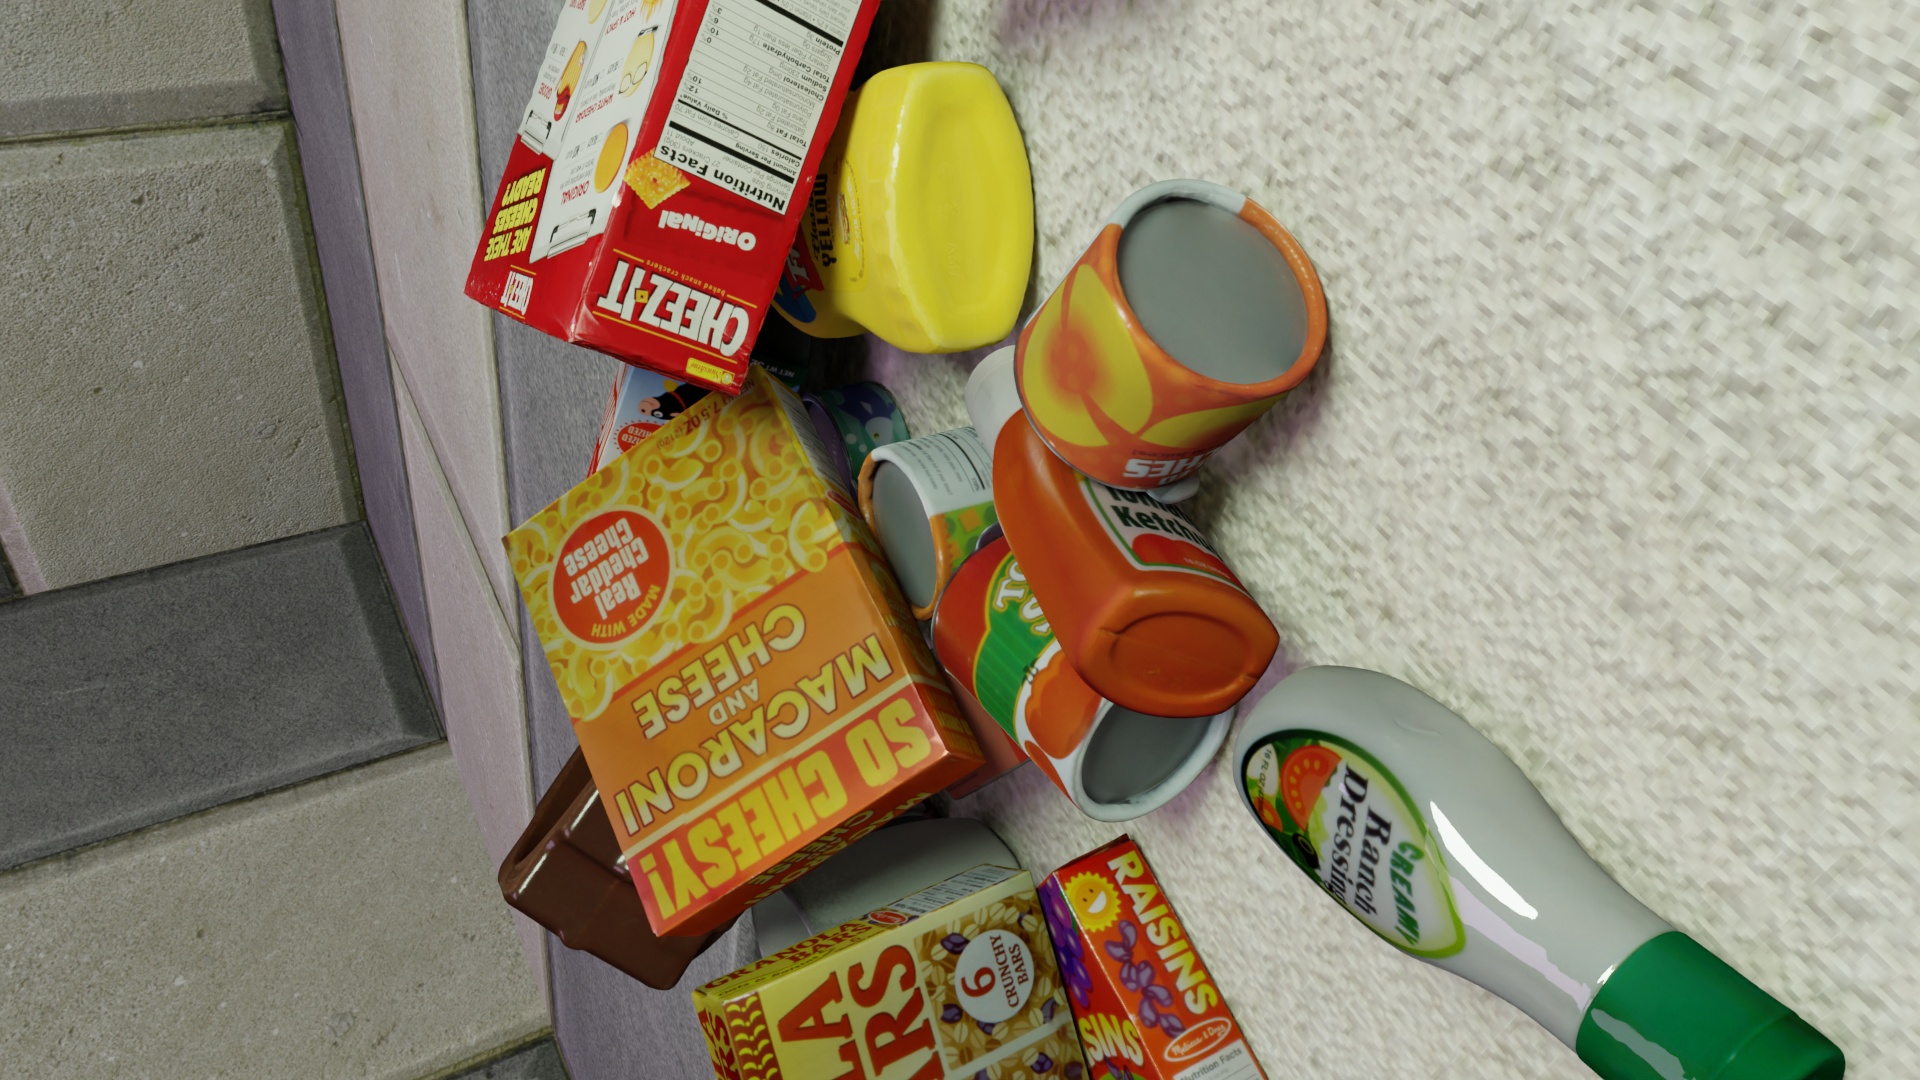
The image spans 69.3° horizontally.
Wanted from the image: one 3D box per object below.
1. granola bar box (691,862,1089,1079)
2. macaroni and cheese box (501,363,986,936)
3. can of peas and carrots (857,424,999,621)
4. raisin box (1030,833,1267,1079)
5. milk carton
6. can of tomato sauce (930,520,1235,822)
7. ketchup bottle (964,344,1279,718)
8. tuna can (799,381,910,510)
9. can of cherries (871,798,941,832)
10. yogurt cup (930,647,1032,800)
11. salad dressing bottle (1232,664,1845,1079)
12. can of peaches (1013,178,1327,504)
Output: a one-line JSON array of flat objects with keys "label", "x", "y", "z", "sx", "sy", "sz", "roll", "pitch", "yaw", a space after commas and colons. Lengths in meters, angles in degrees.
[{"label": "granola bar box", "x": -0.012, "y": 0.216, "z": 0.496, "sx": 0.039, "sy": 0.124, "sz": 0.165, "roll": -15, "pitch": 92, "yaw": 62}, {"label": "macaroni and cheese box", "x": -0.082, "y": 0.038, "z": 0.502, "sx": 0.167, "sy": 0.123, "sz": 0.040, "roll": 61, "pitch": -169, "yaw": 23}, {"label": "can of peas and carrots", "x": 0.002, "y": -0.006, "z": 0.513, "sx": 0.071, "sy": 0.059, "sz": 0.070, "roll": 39, "pitch": 137, "yaw": 50}, {"label": "raisin box", "x": 0.065, "y": 0.184, "z": 0.516, "sx": 0.124, "sy": 0.040, "sz": 0.085, "roll": 61, "pitch": 151, "yaw": 23}, {"label": "milk carton", "x": -0.133, "y": -0.061, "z": 0.675, "sx": 0.189, "sy": 0.072, "sz": 0.074, "roll": 128, "pitch": 151, "yaw": -48}, {"label": "can of tomato sauce", "x": 0.040, "y": 0.040, "z": 0.457, "sx": 0.083, "sy": 0.071, "sz": 0.070, "roll": 43, "pitch": 140, "yaw": 45}, {"label": "ketchup bottle", "x": 0.038, "y": -0.010, "z": 0.426, "sx": 0.043, "sy": 0.065, "sz": 0.149, "roll": -57, "pitch": 33, "yaw": 22}, {"label": "tuna can", "x": -0.048, "y": -0.036, "z": 0.621, "sx": 0.071, "sy": 0.033, "sz": 0.070, "roll": 39, "pitch": 137, "yaw": 49}, {"label": "can of cherries", "x": -0.049, "y": 0.138, "z": 0.681, "sx": 0.058, "sy": 0.072, "sz": 0.071, "roll": 47, "pitch": 143, "yaw": 40}, {"label": "yogurt cup", "x": 0.009, "y": 0.064, "z": 0.534, "sx": 0.054, "sy": 0.073, "sz": 0.072, "roll": 61, "pitch": 151, "yaw": 8}, {"label": "salad dressing bottle", "x": 0.129, "y": 0.085, "z": 0.333, "sx": 0.148, "sy": 0.044, "sz": 0.064, "roll": 40, "pitch": 139, "yaw": 48}, {"label": "can of peaches", "x": 0.057, "y": -0.053, "z": 0.375, "sx": 0.071, "sy": 0.071, "sz": 0.057, "roll": 67, "pitch": 152, "yaw": 14}]
